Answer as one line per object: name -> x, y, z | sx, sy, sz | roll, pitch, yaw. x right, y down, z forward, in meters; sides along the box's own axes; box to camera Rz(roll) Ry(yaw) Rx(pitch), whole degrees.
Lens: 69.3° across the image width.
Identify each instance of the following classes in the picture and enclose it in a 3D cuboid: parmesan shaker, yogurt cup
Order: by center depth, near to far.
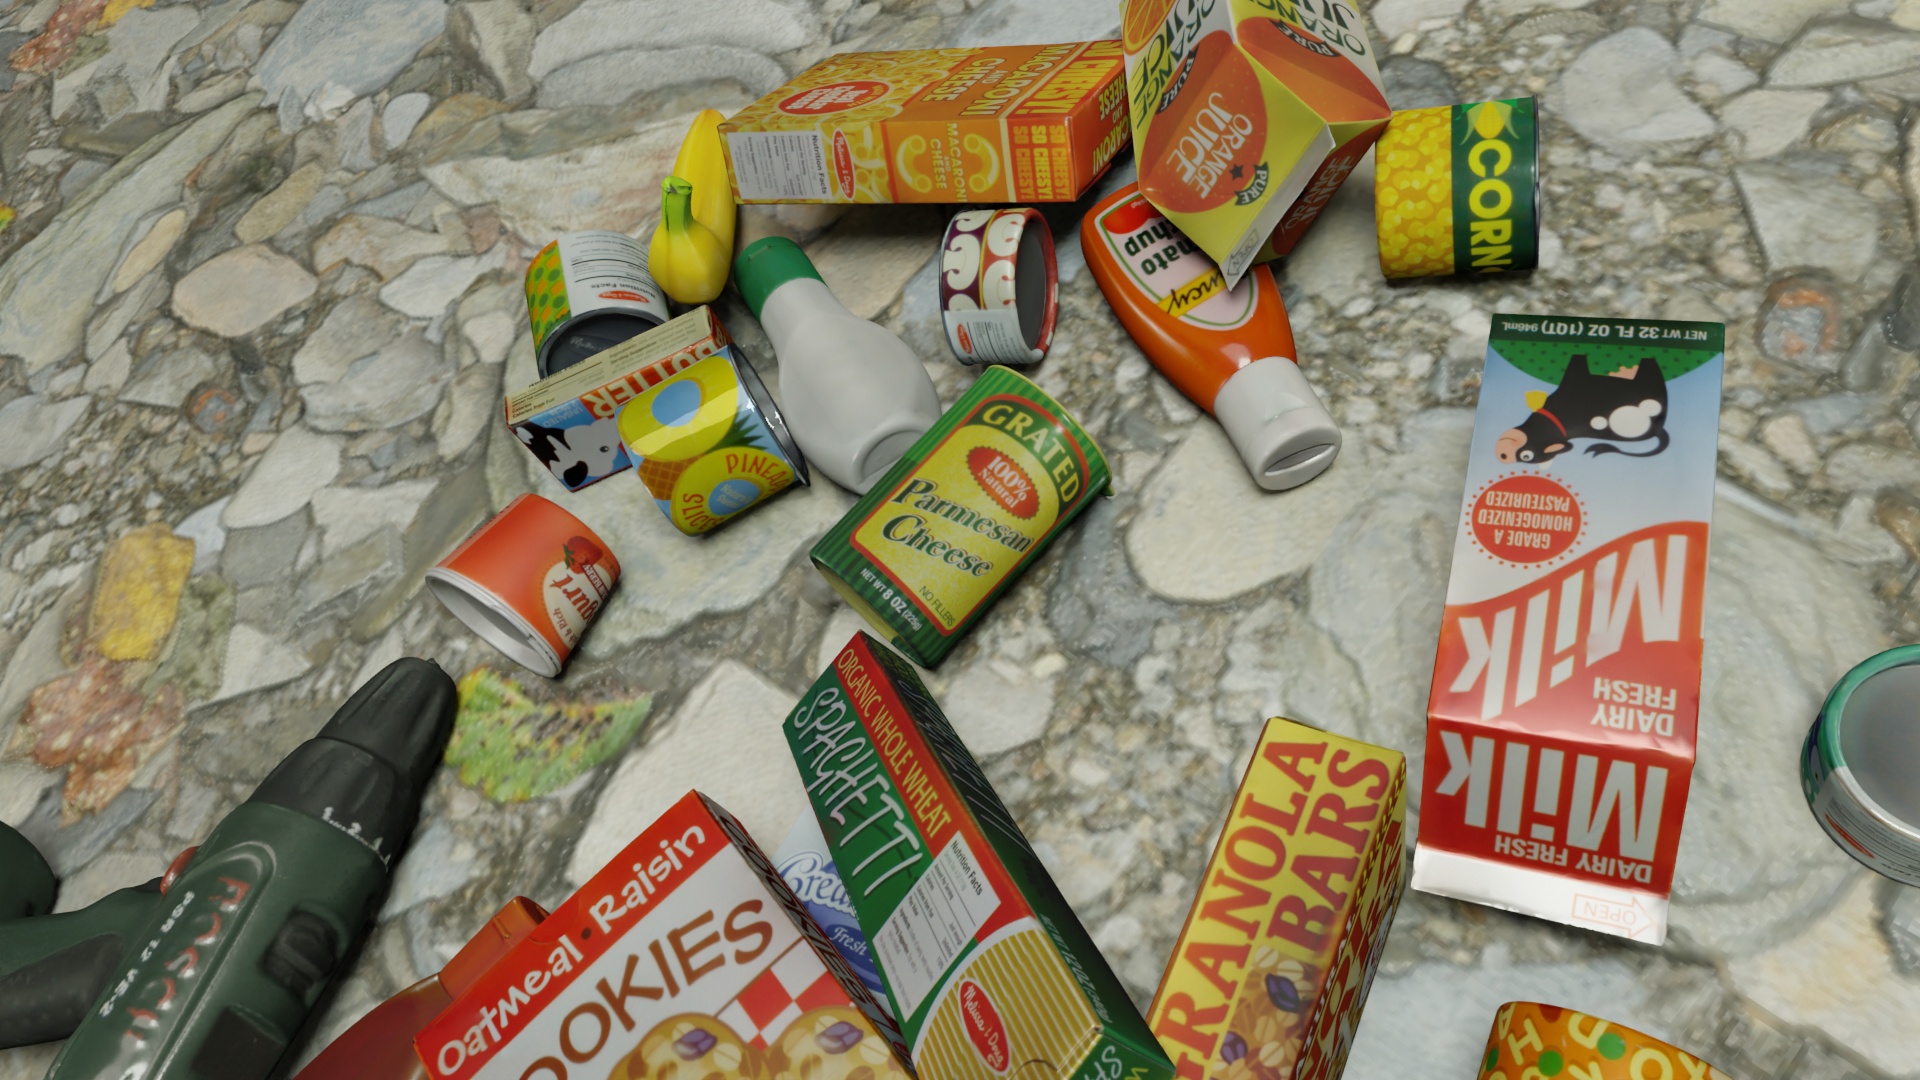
parmesan shaker -> 0.002, -0.007, 0.536 | 0.103, 0.071, 0.071 | -47, 56, -10
yogurt cup -> -0.182, 0.017, 0.590 | 0.072, 0.072, 0.054 | 20, 61, 29

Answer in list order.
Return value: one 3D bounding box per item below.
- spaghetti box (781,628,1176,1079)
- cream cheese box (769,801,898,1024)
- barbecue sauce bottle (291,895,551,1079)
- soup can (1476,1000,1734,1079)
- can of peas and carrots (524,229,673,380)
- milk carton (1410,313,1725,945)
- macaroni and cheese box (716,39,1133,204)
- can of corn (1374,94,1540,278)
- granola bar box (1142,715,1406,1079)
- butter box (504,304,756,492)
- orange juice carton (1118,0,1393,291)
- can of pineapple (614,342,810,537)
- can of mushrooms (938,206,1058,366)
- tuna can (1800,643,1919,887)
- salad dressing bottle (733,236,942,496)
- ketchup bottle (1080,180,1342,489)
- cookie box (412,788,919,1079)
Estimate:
spaghetti box -> -0.010, 0.095, 0.420 | 0.050, 0.028, 0.250 | -51, 24, 4
cream cheese box -> -0.023, 0.135, 0.482 | 0.104, 0.024, 0.053 | 21, 68, 29
barbecue sauce bottle -> -0.201, 0.195, 0.498 | 0.149, 0.043, 0.065 | -46, 46, -12
soup can -> 0.162, 0.173, 0.362 | 0.071, 0.071, 0.084 | 15, 66, 27
can of peas and carrots -> -0.170, -0.102, 0.658 | 0.071, 0.070, 0.059 | -25, 54, 5
milk carton -> 0.193, 0.026, 0.440 | 0.072, 0.073, 0.191 | 8, 63, 24
macaroni and cheese box -> -0.007, -0.193, 0.640 | 0.166, 0.040, 0.124 | 6, 35, 22
can of corn -> 0.194, -0.136, 0.542 | 0.058, 0.071, 0.071 | -1, 60, 21
granola bar box -> 0.077, 0.146, 0.377 | 0.039, 0.123, 0.166 | 17, 67, 25
butter box -> -0.148, -0.064, 0.632 | 0.103, 0.053, 0.024 | -24, 52, 4
orange juice carton -> 0.117, -0.187, 0.564 | 0.073, 0.071, 0.194 | 18, 46, -17
can of pineapple -> -0.106, -0.041, 0.595 | 0.058, 0.070, 0.071 | -29, 55, 2
can of mushrooms -> 0.018, -0.110, 0.591 | 0.033, 0.070, 0.071 | 2, 61, 21
tuna can -> 0.288, 0.064, 0.407 | 0.071, 0.032, 0.071 | -9, 58, 15
salad dressing bottle -> -0.059, -0.082, 0.618 | 0.064, 0.044, 0.148 | -33, 53, -1
ketchup bottle -> 0.103, -0.086, 0.560 | 0.065, 0.043, 0.149 | -22, 55, -1
cookie box -> -0.080, 0.177, 0.429 | 0.123, 0.040, 0.168 | -42, 54, -8
